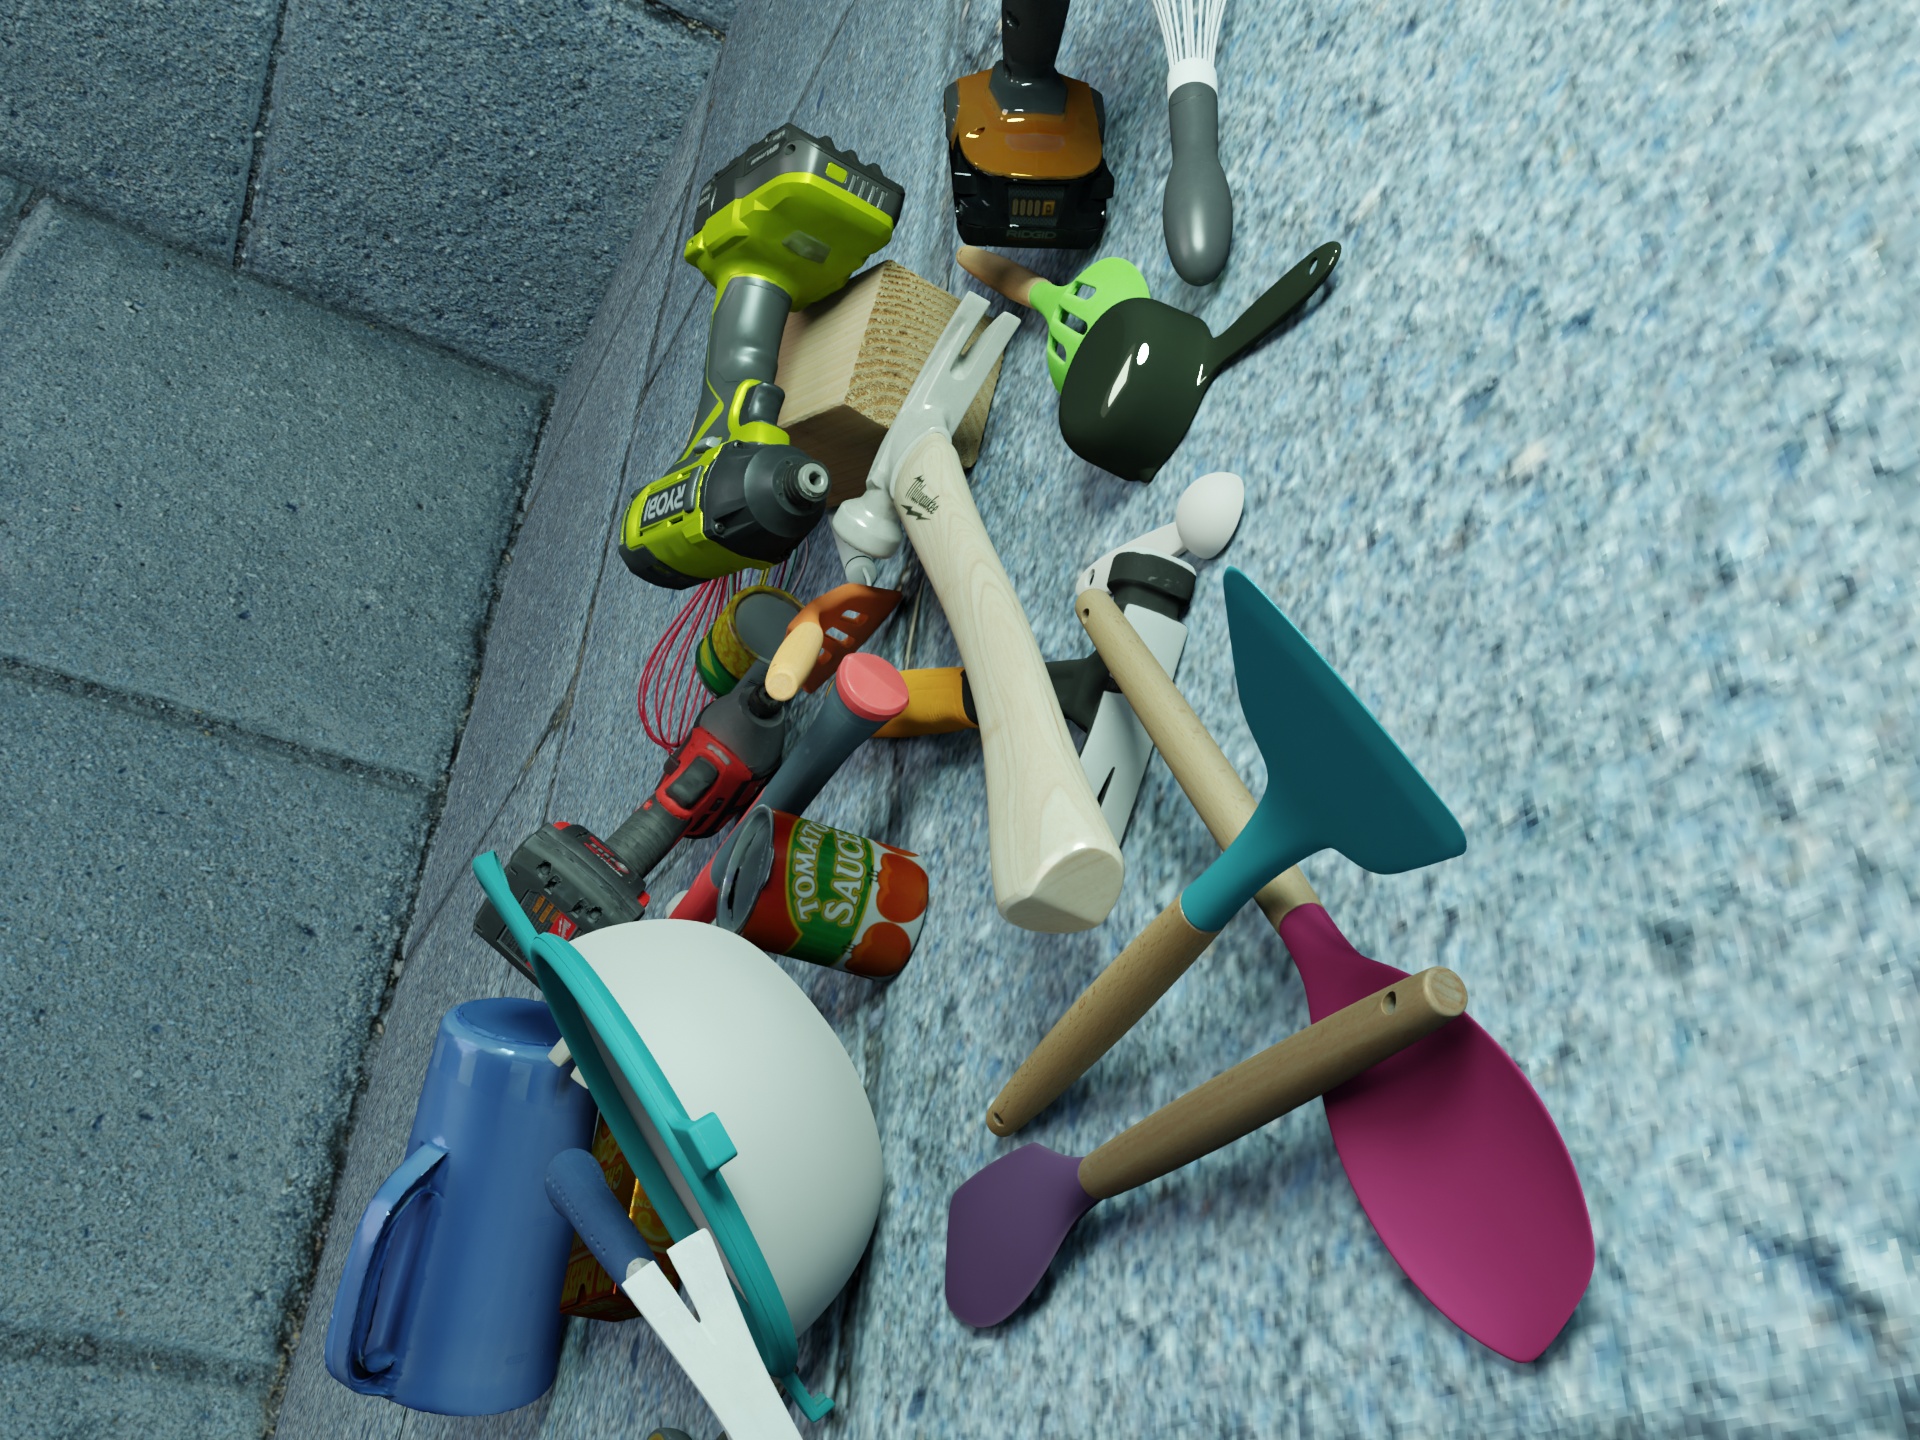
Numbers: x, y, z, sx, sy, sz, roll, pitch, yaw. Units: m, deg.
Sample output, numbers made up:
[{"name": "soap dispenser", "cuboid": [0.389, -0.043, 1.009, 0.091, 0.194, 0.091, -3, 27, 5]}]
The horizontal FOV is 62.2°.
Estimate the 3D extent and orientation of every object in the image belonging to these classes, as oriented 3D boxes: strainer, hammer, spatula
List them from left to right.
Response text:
[{"name": "hammer", "cuboid": [-0.145, 0.258, 0.736, 0.144, 0.035, 0.405, 65, 158, -9]}, {"name": "strainer", "cuboid": [-0.131, 0.137, 0.736, 0.341, 0.095, 0.210, 39, 150, 46]}, {"name": "hammer", "cuboid": [-0.128, 0.084, 0.863, 0.143, 0.038, 0.386, -53, 3, -39]}, {"name": "spatula", "cuboid": [-0.068, -0.032, 0.773, 0.081, 0.041, 0.323, -46, 7, 5]}, {"name": "strainer", "cuboid": [-0.084, -0.154, 1.063, 0.259, 0.050, 0.086, -110, 36, -50]}, {"name": "hammer", "cuboid": [-0.001, -0.002, 0.748, 0.337, 0.034, 0.127, -1, 70, 67]}, {"name": "hammer", "cuboid": [0.011, -0.059, 0.675, 0.146, 0.038, 0.411, -58, 24, 22]}, {"name": "spatula", "cuboid": [0.054, 0.138, 0.494, 0.315, 0.018, 0.060, 128, 150, -53]}, {"name": "spatula", "cuboid": [0.054, 0.071, 0.479, 0.082, 0.044, 0.317, 53, 146, 18]}]

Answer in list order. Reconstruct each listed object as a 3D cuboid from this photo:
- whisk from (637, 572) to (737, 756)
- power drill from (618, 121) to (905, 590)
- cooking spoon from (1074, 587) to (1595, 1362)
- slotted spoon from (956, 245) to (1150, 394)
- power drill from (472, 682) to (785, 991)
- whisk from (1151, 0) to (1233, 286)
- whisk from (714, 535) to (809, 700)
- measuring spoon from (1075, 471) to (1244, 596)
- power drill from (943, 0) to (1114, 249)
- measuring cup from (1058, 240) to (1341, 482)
[{"name": "whisk", "cuboid": [-0.175, -0.100, 1.159, 0.073, 0.073, 0.295, -116, 42, -61]}, {"name": "power drill", "cuboid": [-0.102, -0.187, 0.840, 0.171, 0.080, 0.223, -8, 68, 54]}, {"name": "cooking spoon", "cuboid": [0.091, 0.043, 0.473, 0.319, 0.017, 0.068, -116, 37, -52]}, {"name": "slotted spoon", "cuboid": [0.036, -0.232, 0.861, 0.314, 0.031, 0.070, -119, 49, -64]}, {"name": "power drill", "cuboid": [-0.189, 0.063, 0.986, 0.143, 0.078, 0.220, -48, 1, 44]}, {"name": "whisk", "cuboid": [0.104, -0.313, 0.729, 0.070, 0.070, 0.285, -38, 44, 54]}, {"name": "whisk", "cuboid": [-0.156, -0.043, 1.122, 0.047, 0.051, 0.245, 28, 105, 49]}, {"name": "measuring spoon", "cuboid": [0.074, -0.072, 0.648, 0.124, 0.018, 0.034, -24, 50, 62]}, {"name": "power drill", "cuboid": [0.041, -0.341, 0.759, 0.186, 0.084, 0.226, -94, 7, -45]}, {"name": "measuring cup", "cuboid": [0.091, -0.156, 0.649, 0.167, 0.038, 0.083, -30, 45, 61]}]
